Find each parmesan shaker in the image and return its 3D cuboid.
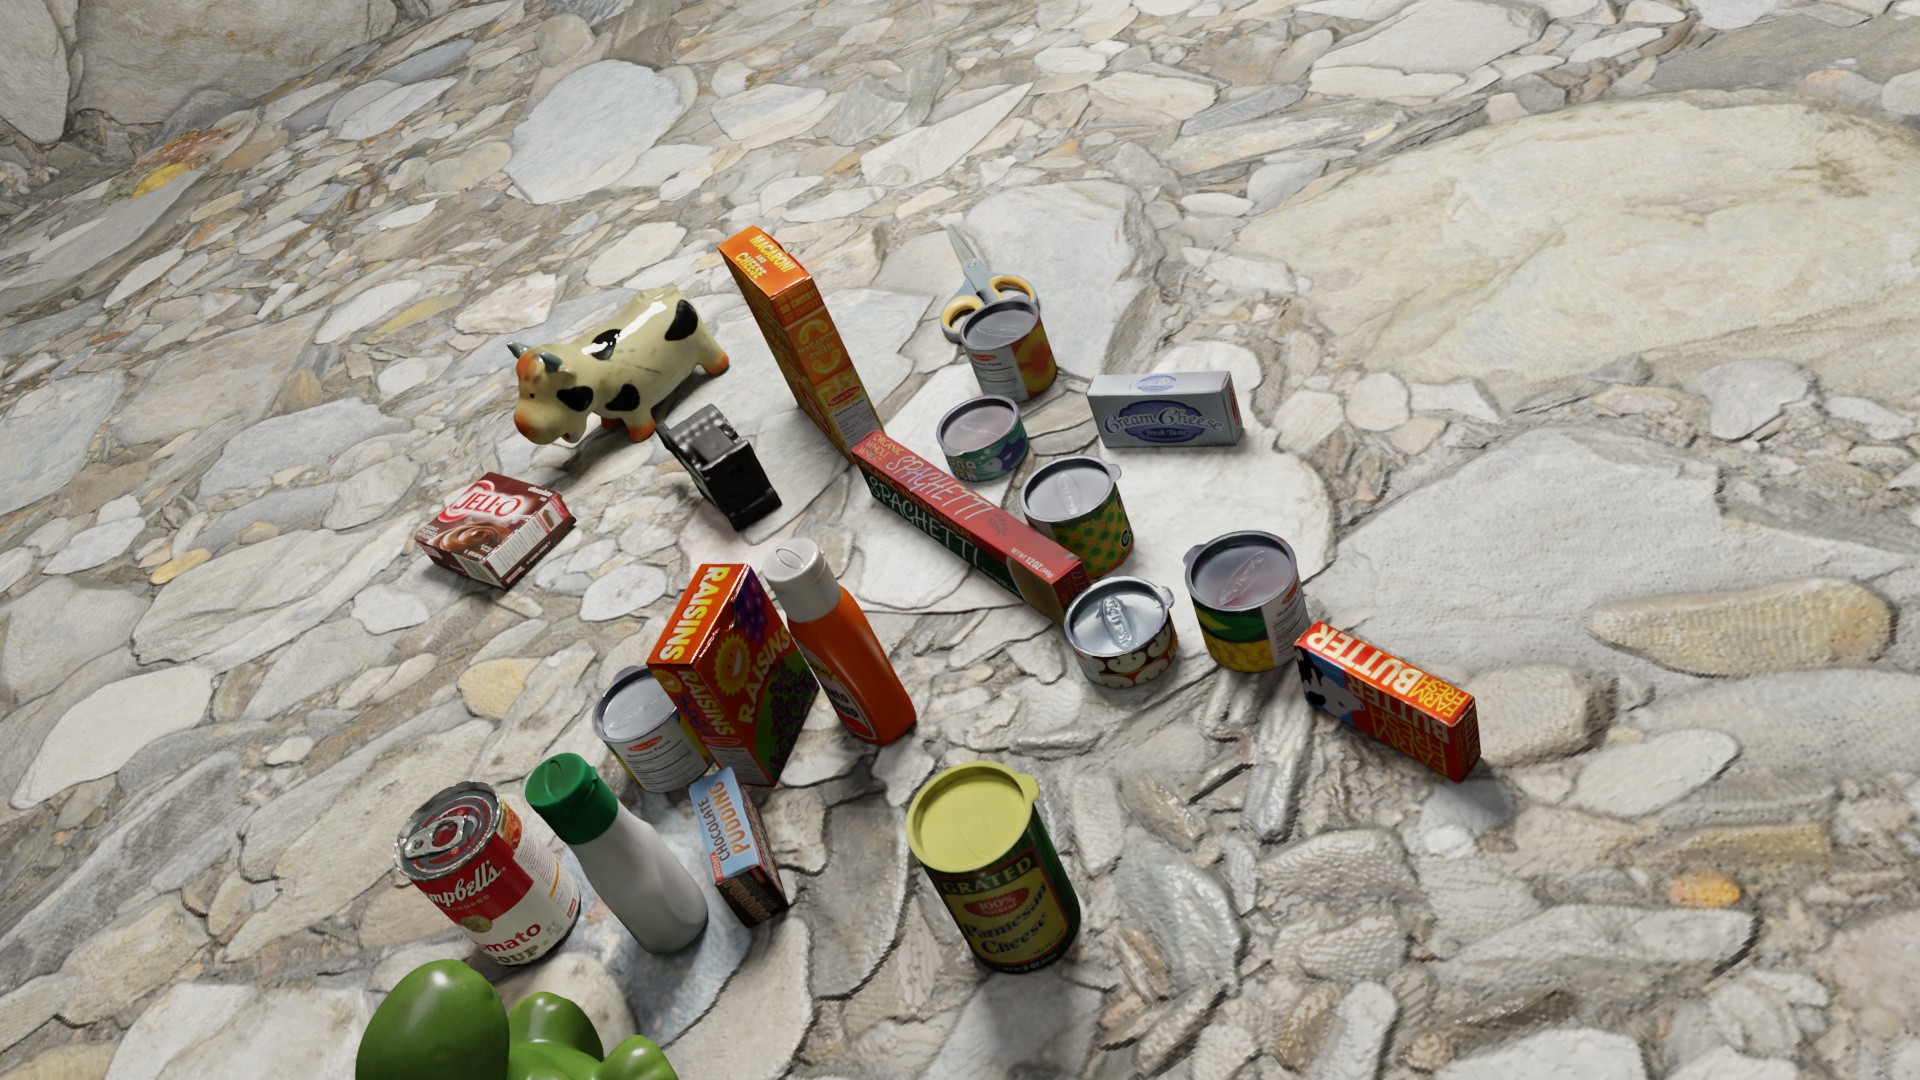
[{"bbox_3d":[0.022,0.171,0.726,0.071,0.102,0.072,-14,41,12],"label":"parmesan shaker"}]

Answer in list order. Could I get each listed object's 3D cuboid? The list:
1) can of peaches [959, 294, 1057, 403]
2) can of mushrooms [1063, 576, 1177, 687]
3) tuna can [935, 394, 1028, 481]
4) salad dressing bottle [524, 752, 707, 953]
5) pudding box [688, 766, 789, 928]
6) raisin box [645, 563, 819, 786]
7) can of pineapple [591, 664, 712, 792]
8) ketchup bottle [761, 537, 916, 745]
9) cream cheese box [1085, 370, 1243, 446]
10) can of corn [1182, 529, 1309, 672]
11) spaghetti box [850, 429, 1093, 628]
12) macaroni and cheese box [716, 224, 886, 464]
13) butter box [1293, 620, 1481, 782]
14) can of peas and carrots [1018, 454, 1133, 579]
[{"bbox_3d":[0.040,-0.153,1.112,0.071,0.057,0.071,-13,41,12],"label":"can of peaches"},{"bbox_3d":[0.103,0.057,0.869,0.071,0.033,0.071,-13,41,12],"label":"can of mushrooms"},{"bbox_3d":[0.016,-0.076,1.058,0.071,0.032,0.071,-13,41,12],"label":"tuna can"},{"bbox_3d":[-0.194,0.178,0.787,0.044,0.147,0.064,-26,40,-2],"label":"salad dressing bottle"},{"bbox_3d":[-0.133,0.182,0.830,0.030,0.049,0.084,-27,40,-3],"label":"pudding box"},{"bbox_3d":[-0.141,0.086,0.883,0.040,0.123,0.086,-1,45,26],"label":"raisin box"},{"bbox_3d":[-0.201,0.123,0.921,0.071,0.057,0.071,-13,41,12],"label":"can of pineapple"},{"bbox_3d":[-0.077,0.062,0.859,0.044,0.148,0.065,-41,43,-20],"label":"ketchup bottle"},{"bbox_3d":[0.147,-0.094,0.999,0.104,0.053,0.024,1,46,27],"label":"cream cheese box"},{"bbox_3d":[0.172,0.036,0.839,0.071,0.058,0.071,-13,41,12],"label":"can of corn"},{"bbox_3d":[0.003,-0.012,0.980,0.029,0.050,0.250,-38,42,-17],"label":"spaghetti box"},{"bbox_3d":[-0.125,-0.158,1.112,0.040,0.165,0.124,-32,40,-10],"label":"macaroni and cheese box"},{"bbox_3d":[0.233,0.087,0.758,0.024,0.053,0.103,-41,43,-20],"label":"butter box"},{"bbox_3d":[0.081,-0.016,0.940,0.071,0.058,0.071,-13,41,12],"label":"can of peas and carrots"}]
